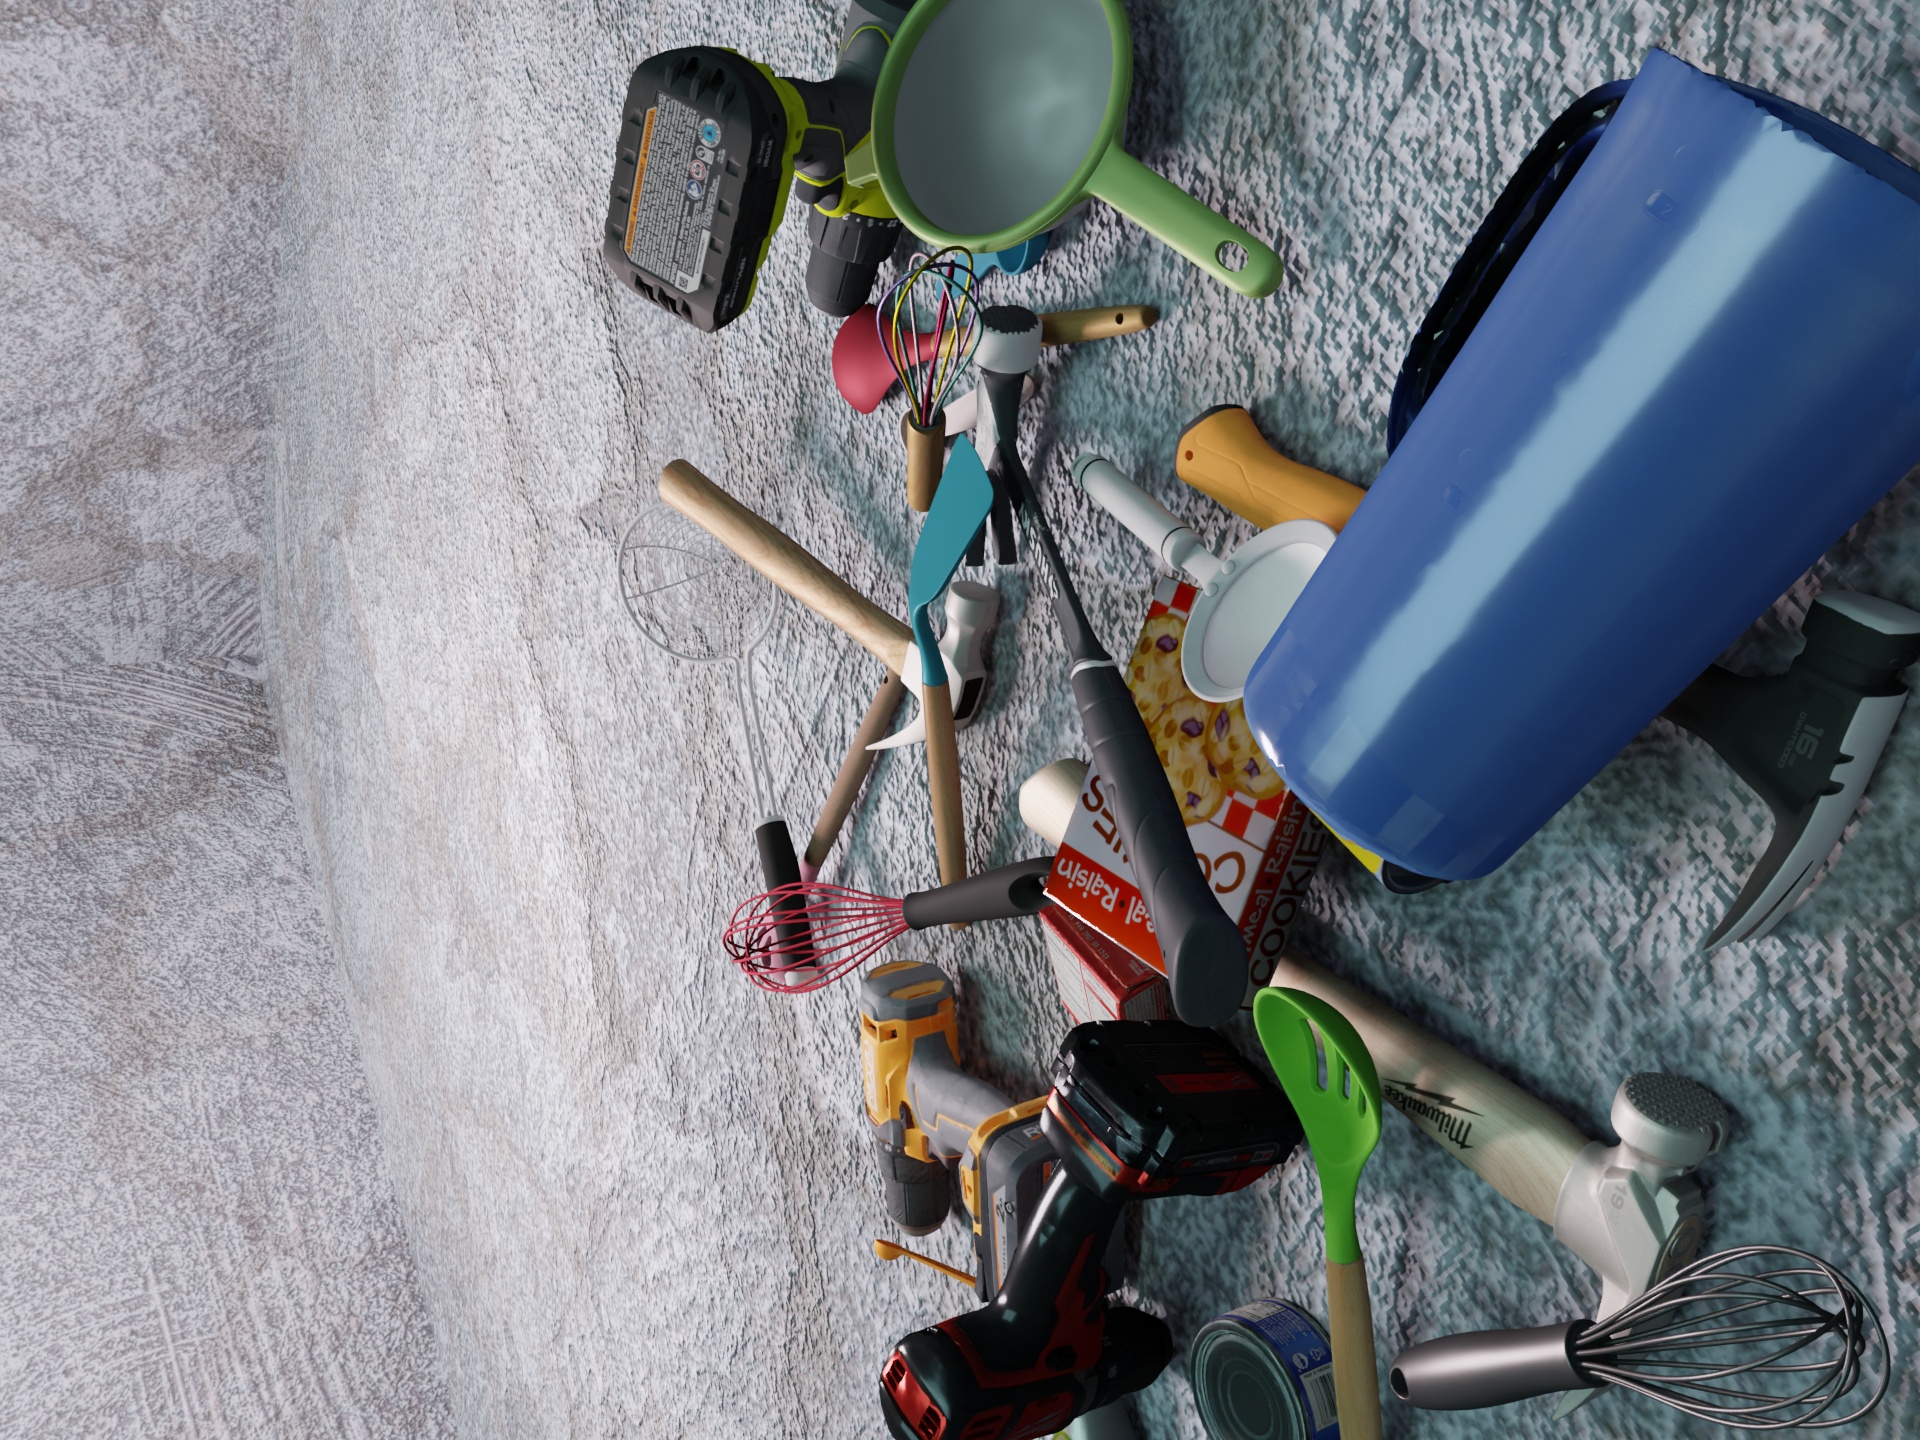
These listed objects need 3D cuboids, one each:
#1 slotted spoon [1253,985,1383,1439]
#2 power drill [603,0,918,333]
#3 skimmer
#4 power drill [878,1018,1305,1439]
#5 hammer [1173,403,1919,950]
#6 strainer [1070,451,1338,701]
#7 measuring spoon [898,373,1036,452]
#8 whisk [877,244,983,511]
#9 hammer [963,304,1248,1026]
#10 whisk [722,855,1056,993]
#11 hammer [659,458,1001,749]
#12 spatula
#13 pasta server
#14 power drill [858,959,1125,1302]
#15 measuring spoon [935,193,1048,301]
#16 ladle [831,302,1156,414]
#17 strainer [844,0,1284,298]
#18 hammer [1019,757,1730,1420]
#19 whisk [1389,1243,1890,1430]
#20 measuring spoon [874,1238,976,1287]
[{"bbox_3d":[0.168,0.253,0.695,0.070,0.031,0.313,24,128,59],"label":"slotted spoon"},{"bbox_3d":[-0.091,-0.294,0.877,0.080,0.228,0.190,31,127,13],"label":"power drill"},{"bbox_3d":[-0.164,0.013,1.127,0.127,0.090,0.364,-25,64,21],"label":"skimmer"},{"bbox_3d":[0.076,0.261,0.787,0.080,0.187,0.226,41,111,41],"label":"power drill"},{"bbox_3d":[0.196,-0.048,0.632,0.337,0.034,0.127,41,128,47],"label":"hammer"},{"bbox_3d":[0.106,-0.073,0.709,0.087,0.050,0.259,-52,34,11],"label":"strainer"},{"bbox_3d":[0.007,-0.180,0.928,0.124,0.018,0.034,-12,101,51],"label":"measuring spoon"},{"bbox_3d":[-0.014,-0.177,0.862,0.244,0.051,0.047,97,-169,-71],"label":"whisk"},{"bbox_3d":[0.055,-0.030,0.737,0.409,0.036,0.149,-106,16,-46],"label":"hammer"},{"bbox_3d":[-0.041,0.120,0.973,0.296,0.073,0.073,-18,81,40],"label":"whisk"},{"bbox_3d":[-0.101,-0.091,1.043,0.332,0.031,0.130,37,124,37],"label":"hammer"},{"bbox_3d":[-0.001,-0.003,0.911,0.082,0.044,0.317,-112,14,-54],"label":"spatula"},{"bbox_3d":[-0.088,0.079,1.118,0.060,0.040,0.316,57,135,35],"label":"pasta server"},{"bbox_3d":[0.007,0.268,0.954,0.226,0.084,0.185,29,125,57],"label":"power drill"},{"bbox_3d":[0.018,-0.259,0.894,0.128,0.021,0.042,174,88,-67],"label":"measuring spoon"},{"bbox_3d":[0.004,-0.216,0.912,0.316,0.031,0.069,11,104,55],"label":"ladle"},{"bbox_3d":[0.067,-0.270,0.774,0.257,0.069,0.151,43,112,26],"label":"strainer"},{"bbox_3d":[0.151,0.131,0.738,0.411,0.038,0.146,36,127,50],"label":"hammer"},{"bbox_3d":[0.225,0.228,0.565,0.239,0.055,0.055,-51,54,57],"label":"whisk"},{"bbox_3d":[-0.002,0.348,0.986,0.117,0.021,0.011,17,81,19],"label":"measuring spoon"}]
